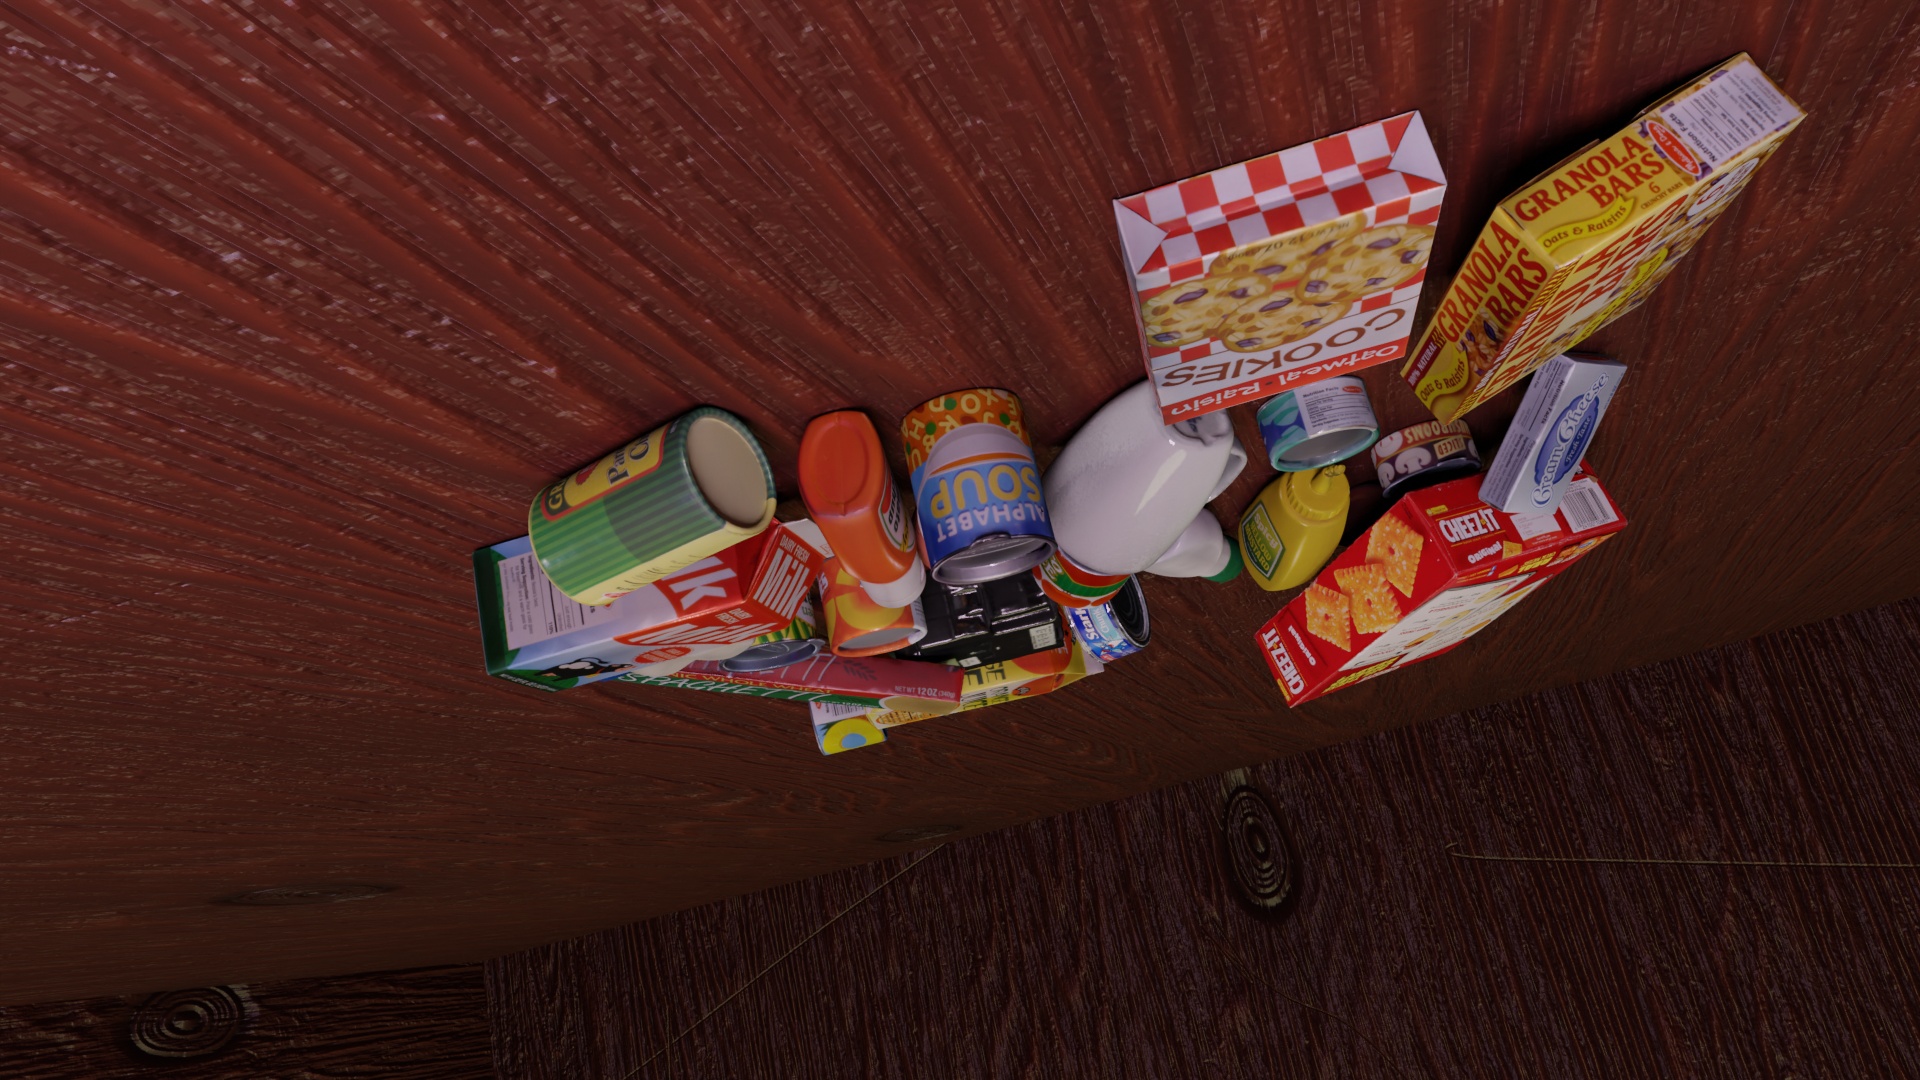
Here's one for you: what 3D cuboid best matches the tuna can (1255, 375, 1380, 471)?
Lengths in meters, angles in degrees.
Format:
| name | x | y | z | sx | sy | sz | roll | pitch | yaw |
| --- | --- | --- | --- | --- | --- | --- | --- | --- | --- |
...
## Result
| name | x | y | z | sx | sy | sz | roll | pitch | yaw |
| --- | --- | --- | --- | --- | --- | --- | --- | --- | --- |
| tuna can | 0.210 | -0.067 | 0.820 | 0.071 | 0.033 | 0.071 | -12 | 162 | -4 |

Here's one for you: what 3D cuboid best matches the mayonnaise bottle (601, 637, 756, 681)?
| name | x | y | z | sx | sy | sz | roll | pitch | yaw |
| --- | --- | --- | --- | --- | --- | --- | --- | --- | --- |
| mayonnaise bottle | -0.187 | 0.056 | 0.878 | 0.147 | 0.065 | 0.041 | -22 | 157 | 39 |

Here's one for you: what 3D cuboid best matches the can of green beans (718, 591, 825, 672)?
| name | x | y | z | sx | sy | sz | roll | pitch | yaw |
| --- | --- | --- | --- | --- | --- | --- | --- | --- | --- |
| can of green beans | -0.128 | 0.049 | 0.900 | 0.071 | 0.058 | 0.071 | -11 | 162 | -4 |

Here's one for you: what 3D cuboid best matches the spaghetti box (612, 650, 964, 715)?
| name | x | y | z | sx | sy | sz | roll | pitch | yaw |
| --- | --- | --- | --- | --- | --- | --- | --- | --- | --- |
| spaghetti box | -0.124 | 0.093 | 0.983 | 0.250 | 0.029 | 0.050 | 7 | 160 | -8 |

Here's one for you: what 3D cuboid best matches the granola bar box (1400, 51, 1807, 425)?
| name | x | y | z | sx | sy | sz | roll | pitch | yaw |
| --- | --- | --- | --- | --- | --- | --- | --- | --- | --- |
| granola bar box | 0.272 | -0.125 | 0.613 | 0.124 | 0.039 | 0.165 | -32 | 164 | -6 |

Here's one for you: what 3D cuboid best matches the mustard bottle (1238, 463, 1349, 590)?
| name | x | y | z | sx | sy | sz | roll | pitch | yaw |
| --- | --- | --- | --- | --- | --- | --- | --- | --- | --- |
| mustard bottle | 0.231 | -0.018 | 0.947 | 0.049 | 0.065 | 0.159 | -19 | 159 | -10 |

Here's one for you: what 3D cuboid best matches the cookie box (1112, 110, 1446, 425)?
| name | x | y | z | sx | sy | sz | roll | pitch | yaw |
| --- | --- | --- | --- | --- | --- | --- | --- | --- | --- |
| cookie box | 0.139 | -0.113 | 0.615 | 0.123 | 0.040 | 0.167 | -16 | 162 | 7 |

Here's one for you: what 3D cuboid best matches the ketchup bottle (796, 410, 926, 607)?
| name | x | y | z | sx | sy | sz | roll | pitch | yaw |
| --- | --- | --- | --- | --- | --- | --- | --- | --- | --- |
| ketchup bottle | -0.049 | -0.008 | 0.738 | 0.043 | 0.065 | 0.148 | -8 | 154 | 5 |

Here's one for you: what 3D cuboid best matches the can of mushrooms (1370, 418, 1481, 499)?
| name | x | y | z | sx | sy | sz | roll | pitch | yaw |
| --- | --- | --- | --- | --- | --- | --- | --- | --- | --- |
| can of mushrooms | 0.312 | -0.055 | 0.930 | 0.071 | 0.033 | 0.071 | -11 | 163 | -3 |

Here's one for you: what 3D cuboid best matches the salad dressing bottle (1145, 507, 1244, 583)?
| name | x | y | z | sx | sy | sz | roll | pitch | yaw |
| --- | --- | --- | --- | --- | --- | --- | --- | --- | --- |
| salad dressing bottle | 0.165 | 0.004 | 0.996 | 0.064 | 0.044 | 0.147 | -21 | 162 | 24 |

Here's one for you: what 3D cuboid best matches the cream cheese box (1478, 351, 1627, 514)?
| name | x | y | z | sx | sy | sz | roll | pitch | yaw |
| --- | --- | --- | --- | --- | --- | --- | --- | --- | --- |
| cream cheese box | 0.363 | -0.066 | 0.855 | 0.053 | 0.024 | 0.103 | 0 | 120 | -31 |

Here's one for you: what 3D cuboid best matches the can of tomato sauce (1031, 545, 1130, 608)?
| name | x | y | z | sx | sy | sz | roll | pitch | yaw |
| --- | --- | --- | --- | --- | --- | --- | --- | --- | --- |
| can of tomato sauce | 0.081 | 0.002 | 0.892 | 0.071 | 0.071 | 0.082 | -10 | 163 | -9 |

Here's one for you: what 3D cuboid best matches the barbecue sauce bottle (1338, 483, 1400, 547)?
| name | x | y | z | sx | sy | sz | roll | pitch | yaw |
| --- | --- | --- | --- | --- | --- | --- | --- | --- | --- |
| barbecue sauce bottle | 0.352 | -0.021 | 1.050 | 0.149 | 0.044 | 0.064 | -2 | 164 | -32 |

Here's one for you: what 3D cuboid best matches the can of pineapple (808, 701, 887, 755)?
| name | x | y | z | sx | sy | sz | roll | pitch | yaw |
| --- | --- | --- | --- | --- | --- | --- | --- | --- | --- |
| can of pineapple | -0.100 | 0.153 | 1.233 | 0.058 | 0.071 | 0.071 | -13 | 163 | 1 |

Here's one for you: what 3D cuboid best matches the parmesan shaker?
| name | x | y | z | sx | sy | sz | roll | pitch | yaw |
| --- | --- | --- | --- | --- | --- | --- | --- | --- | --- |
| parmesan shaker | -0.147 | -0.017 | 0.672 | 0.103 | 0.071 | 0.071 | -23 | 160 | 28 |

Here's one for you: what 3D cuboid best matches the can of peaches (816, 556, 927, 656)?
| name | x | y | z | sx | sy | sz | roll | pitch | yaw |
| --- | --- | --- | --- | --- | --- | --- | --- | --- | --- |
| can of peaches | -0.061 | 0.041 | 0.925 | 0.071 | 0.058 | 0.071 | -12 | 163 | -4 |

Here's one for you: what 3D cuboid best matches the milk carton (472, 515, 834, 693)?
| name | x | y | z | sx | sy | sz | roll | pitch | yaw |
| --- | --- | --- | --- | --- | --- | --- | --- | --- | --- |
| milk carton | -0.162 | 0.022 | 0.767 | 0.190 | 0.073 | 0.072 | -16 | 163 | 9 |

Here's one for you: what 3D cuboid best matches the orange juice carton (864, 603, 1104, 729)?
| name | x | y | z | sx | sy | sz | roll | pitch | yaw |
| --- | --- | --- | --- | --- | --- | --- | --- | --- | --- |
| orange juice carton | 0.015 | 0.092 | 1.116 | 0.193 | 0.072 | 0.073 | -12 | 163 | -1 |

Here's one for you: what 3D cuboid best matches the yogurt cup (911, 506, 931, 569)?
| name | x | y | z | sx | sy | sz | roll | pitch | yaw |
| --- | --- | --- | --- | --- | --- | --- | --- | --- | --- |
| yogurt cup | 0.003 | -0.010 | 0.803 | 0.072 | 0.072 | 0.053 | -7 | 170 | -17 |

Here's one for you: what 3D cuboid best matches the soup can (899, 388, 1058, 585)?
| name | x | y | z | sx | sy | sz | roll | pitch | yaw |
| --- | --- | --- | --- | --- | --- | --- | --- | --- | --- |
| soup can | 0.009 | -0.028 | 0.712 | 0.071 | 0.084 | 0.071 | -12 | 162 | -4 |
